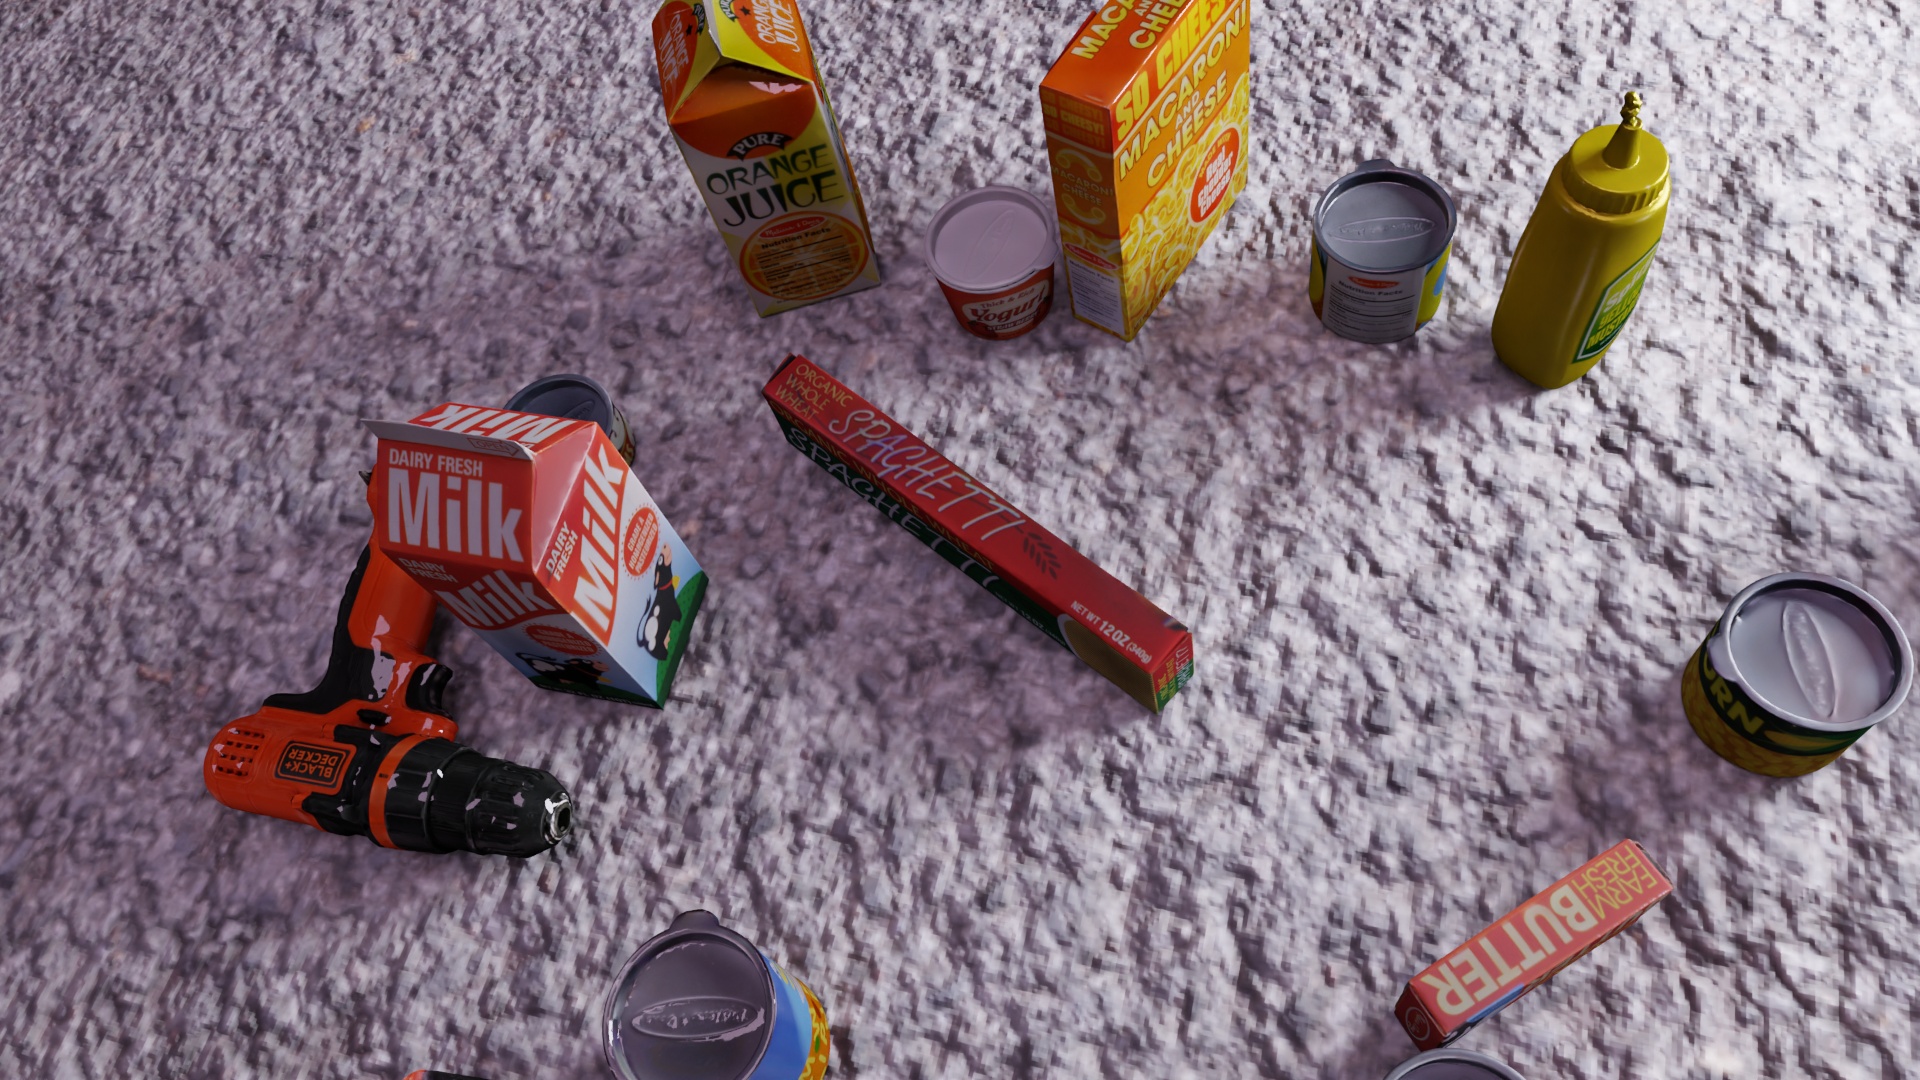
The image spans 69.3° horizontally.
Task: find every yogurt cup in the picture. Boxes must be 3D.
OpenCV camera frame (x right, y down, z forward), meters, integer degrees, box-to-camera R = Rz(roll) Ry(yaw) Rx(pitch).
[{"bbox_3d":[0.018,-0.141,0.721,0.072,0.053,0.073,-5,61,8],"label":"yogurt cup"}]

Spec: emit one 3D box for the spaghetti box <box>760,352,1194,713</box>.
[{"bbox_3d":[0.002,-0.008,0.653,0.250,0.050,0.029,36,74,25],"label":"spaghetti box"}]

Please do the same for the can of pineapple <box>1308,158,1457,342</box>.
[{"bbox_3d":[0.206,-0.141,0.682,0.071,0.057,0.071,-5,61,8],"label":"can of pineapple"}]

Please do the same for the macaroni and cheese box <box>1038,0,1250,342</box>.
[{"bbox_3d":[0.093,-0.194,0.671,0.040,0.165,0.124,28,70,23],"label":"macaroni and cheese box"}]

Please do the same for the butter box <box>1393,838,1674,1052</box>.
[{"bbox_3d":[0.213,0.154,0.522,0.103,0.053,0.024,-30,61,-6],"label":"butter box"}]

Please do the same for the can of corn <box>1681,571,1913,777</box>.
[{"bbox_3d":[0.327,0.055,0.552,0.071,0.058,0.071,-5,61,8],"label":"can of corn"}]

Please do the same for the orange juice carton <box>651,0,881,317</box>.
[{"bbox_3d":[-0.100,-0.204,0.698,0.073,0.192,0.072,-15,60,3],"label":"orange juice carton"}]

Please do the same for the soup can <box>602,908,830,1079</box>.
[{"bbox_3d":[-0.092,0.190,0.543,0.071,0.083,0.071,-5,61,8],"label":"soup can"}]

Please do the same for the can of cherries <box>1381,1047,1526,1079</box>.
[{"bbox_3d":[0.176,0.219,0.490,0.071,0.058,0.072,-5,61,8],"label":"can of cherries"}]

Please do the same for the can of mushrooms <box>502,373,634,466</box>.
[{"bbox_3d":[-0.205,-0.050,0.725,0.071,0.033,0.071,-5,61,8],"label":"can of mushrooms"}]

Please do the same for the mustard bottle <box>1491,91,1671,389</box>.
[{"bbox_3d":[0.274,-0.131,0.605,0.065,0.159,0.049,-42,63,-12],"label":"mustard bottle"}]

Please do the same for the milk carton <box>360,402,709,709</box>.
[{"bbox_3d":[-0.180,0.002,0.601,0.072,0.189,0.074,8,64,15],"label":"milk carton"}]
